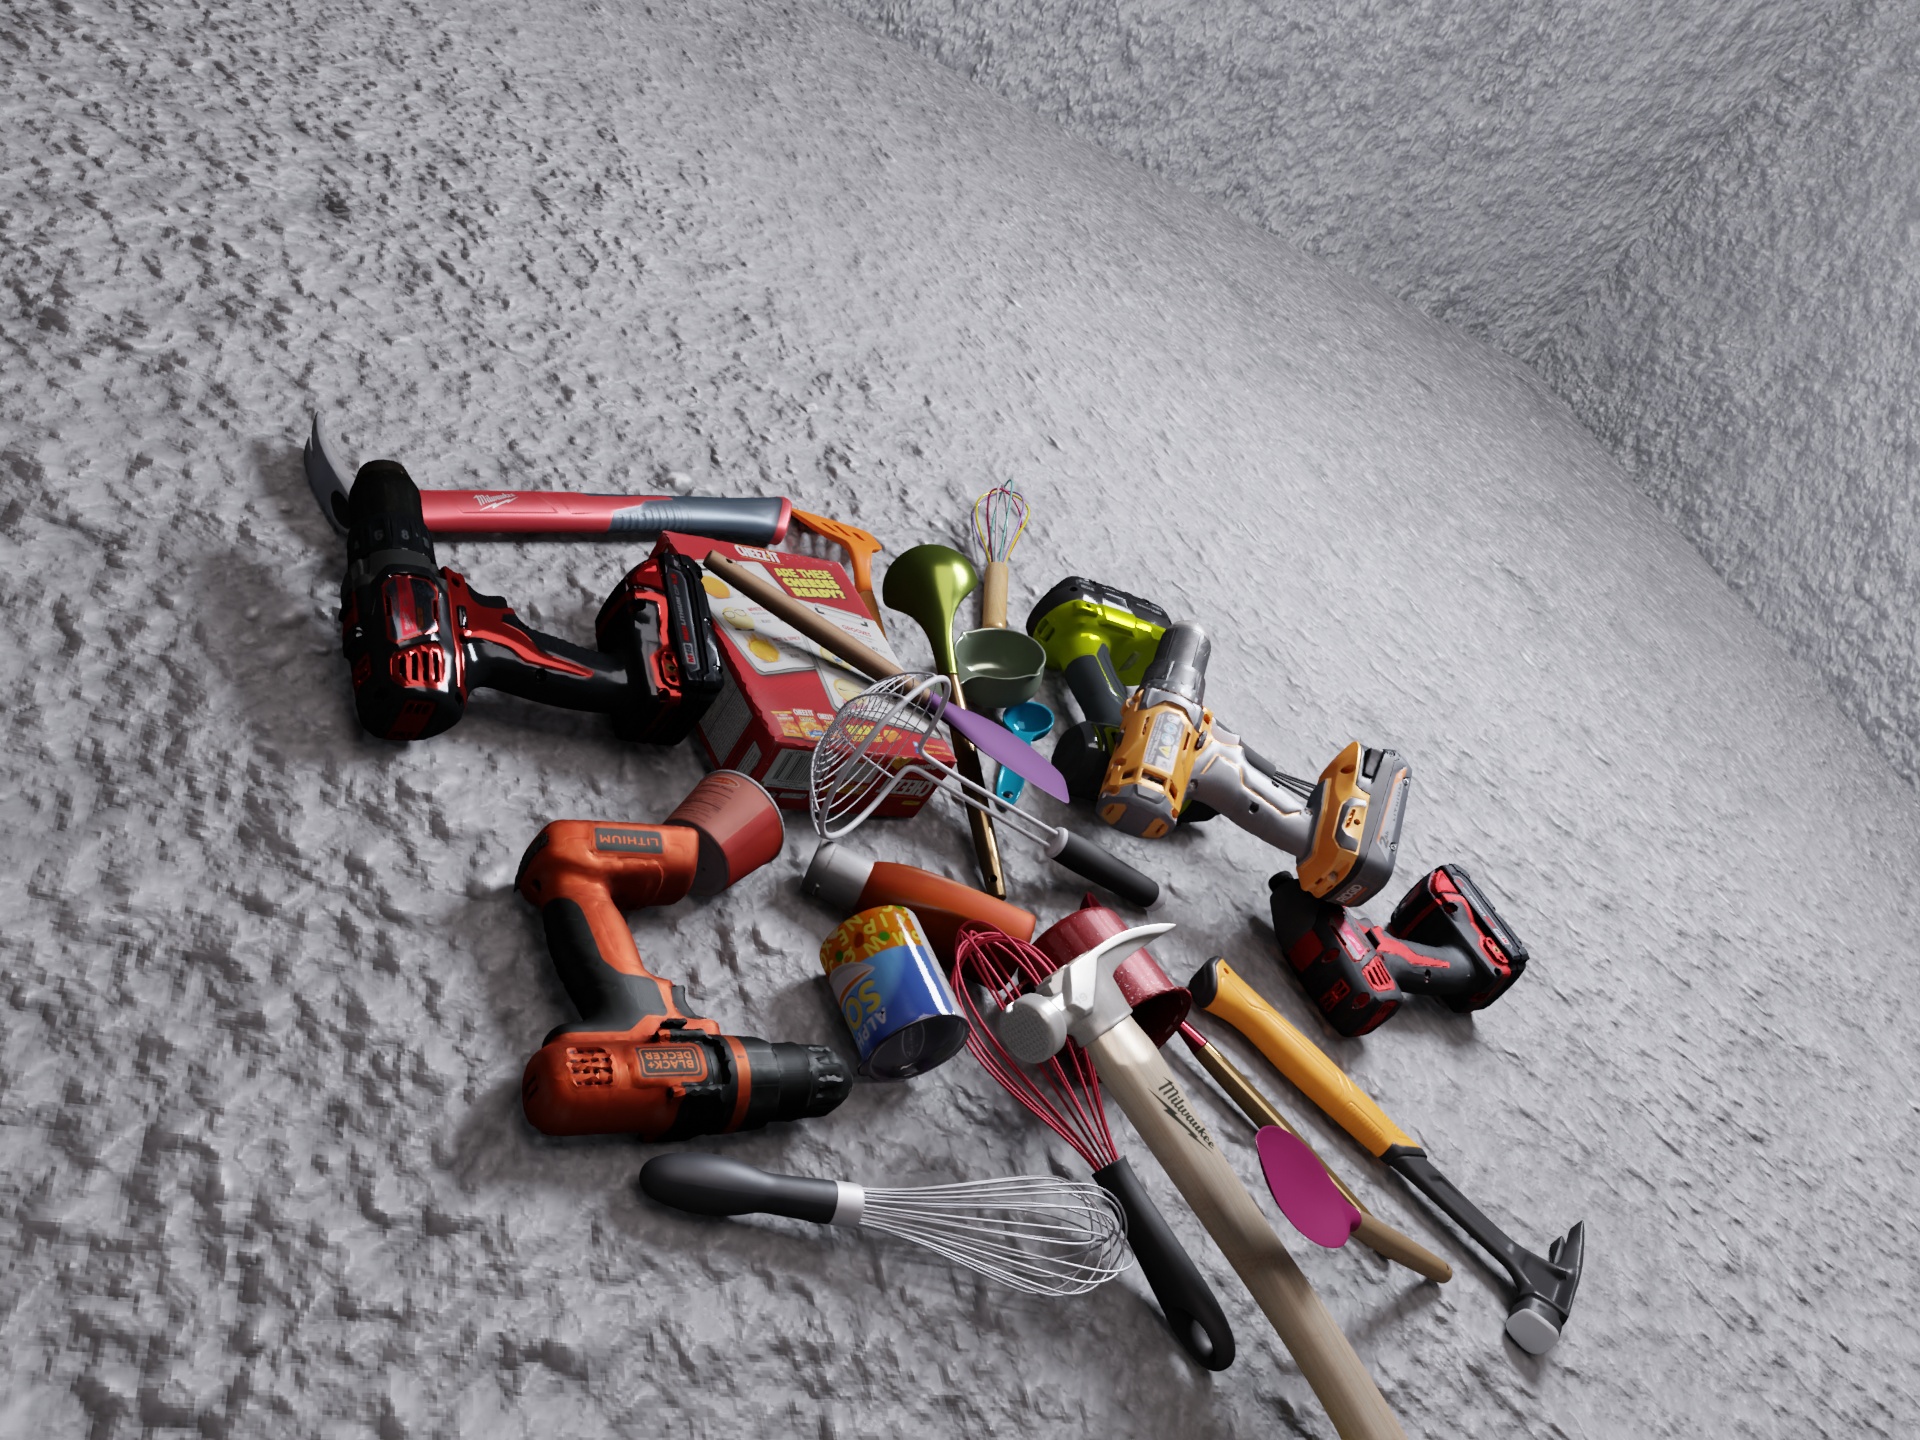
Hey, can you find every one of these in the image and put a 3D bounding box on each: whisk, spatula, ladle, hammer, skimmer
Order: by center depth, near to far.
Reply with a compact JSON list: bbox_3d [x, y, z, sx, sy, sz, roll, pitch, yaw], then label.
[{"bbox_3d":[-0.032,0.262,0.846,0.284,0.070,0.070,15,36,-22],"label":"whisk"},{"bbox_3d":[0.180,0.309,0.909,0.146,0.038,0.411,-24,77,-47],"label":"hammer"},{"bbox_3d":[0.077,0.247,0.945,0.073,0.073,0.296,-12,65,-50],"label":"whisk"},{"bbox_3d":[0.039,0.075,1.082,0.363,0.127,0.090,31,7,-38],"label":"skimmer"},{"bbox_3d":[0.185,0.245,1.098,0.315,0.031,0.069,47,7,13],"label":"ladle"},{"bbox_3d":[-0.046,-0.030,1.118,0.315,0.018,0.060,33,23,-22],"label":"spatula"},{"bbox_3d":[0.301,0.291,1.141,0.337,0.034,0.127,42,33,11],"label":"hammer"},{"bbox_3d":[-0.286,-0.165,1.190,0.386,0.038,0.143,-7,50,-48],"label":"hammer"},{"bbox_3d":[-0.002,-0.004,1.209,0.078,0.062,0.320,-13,60,1],"label":"ladle"},{"bbox_3d":[-0.076,-0.076,1.279,0.081,0.041,0.323,14,40,-29],"label":"spatula"},{"bbox_3d":[0.251,0.045,1.312,0.239,0.055,0.055,36,31,-8],"label":"whisk"},{"bbox_3d":[0.038,-0.152,1.477,0.047,0.051,0.245,30,34,-19],"label":"whisk"}]

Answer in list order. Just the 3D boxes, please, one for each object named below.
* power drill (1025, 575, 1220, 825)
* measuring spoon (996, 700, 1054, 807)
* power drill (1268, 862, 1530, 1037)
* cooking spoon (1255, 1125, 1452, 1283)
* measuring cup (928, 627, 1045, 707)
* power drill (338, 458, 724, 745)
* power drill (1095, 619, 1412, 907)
[{"bbox_3d":[0.145,-0.011,1.361,0.171,0.080,0.223,16,40,-27],"label":"power drill"},{"bbox_3d":[0.046,0.032,1.265,0.042,0.021,0.129,9,41,8],"label":"measuring spoon"},{"bbox_3d":[0.349,0.180,1.300,0.219,0.078,0.143,1,45,-38],"label":"power drill"},{"bbox_3d":[0.243,0.306,0.958,0.318,0.017,0.069,39,28,-47],"label":"cooking spoon"},{"bbox_3d":[0.000,-0.022,1.278,0.083,0.038,0.167,31,45,31],"label":"measuring cup"},{"bbox_3d":[-0.278,-0.072,1.009,0.226,0.080,0.188,5,57,-36],"label":"power drill"},{"bbox_3d":[0.232,0.030,1.245,0.226,0.084,0.185,21,61,-2],"label":"power drill"}]
